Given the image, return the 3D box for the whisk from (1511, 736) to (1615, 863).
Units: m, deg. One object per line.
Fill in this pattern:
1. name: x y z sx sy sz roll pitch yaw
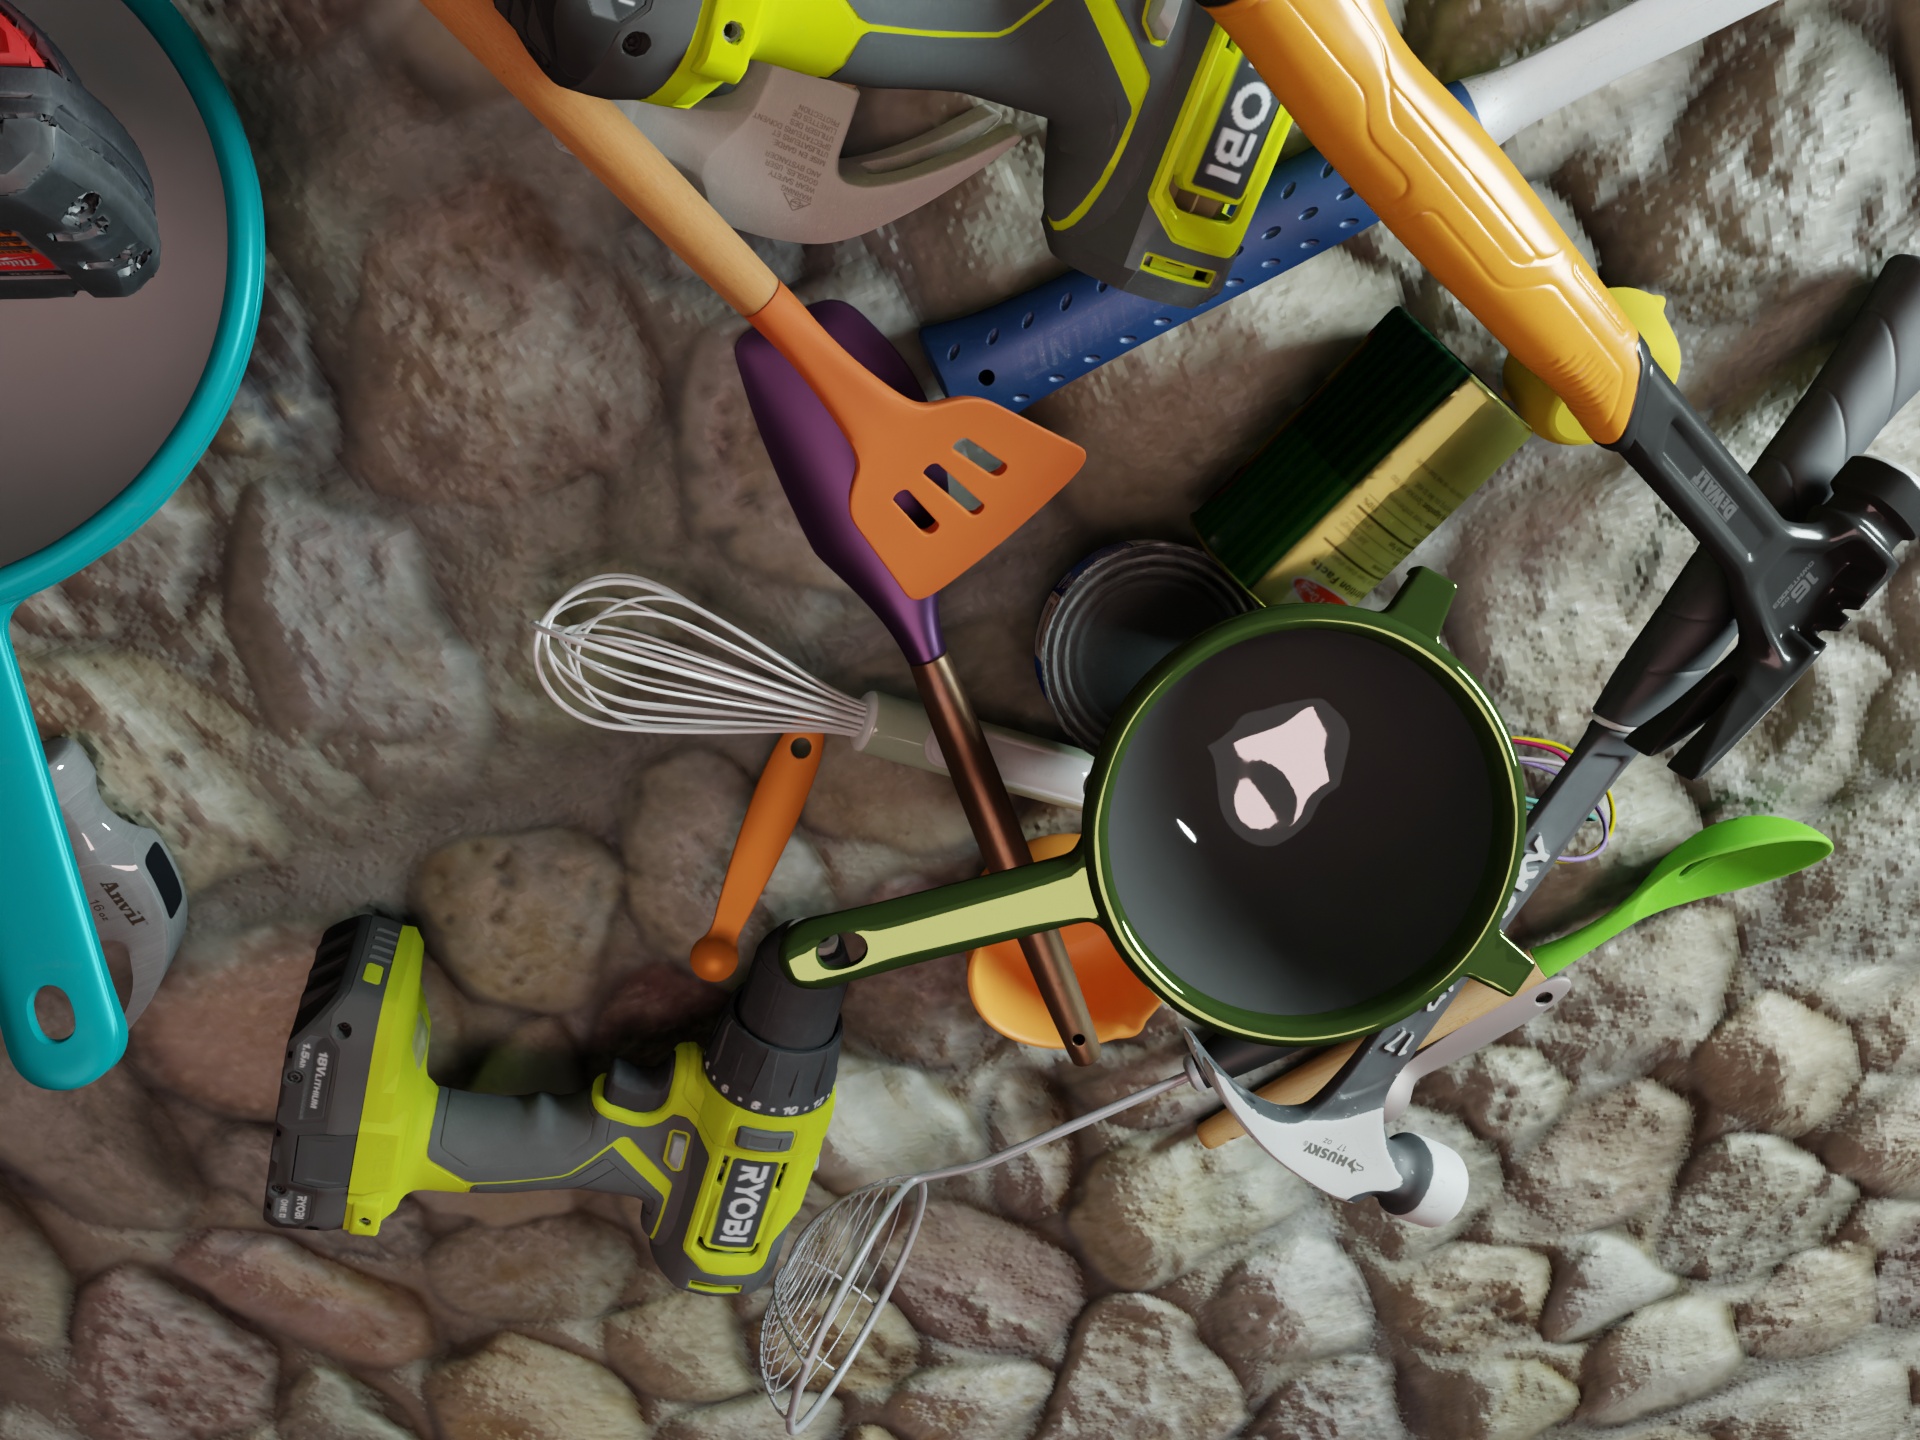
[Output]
1. whisk: 0.157 0.013 0.651 0.245 0.051 0.047 13 100 -9

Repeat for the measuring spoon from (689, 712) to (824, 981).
1. measuring spoon: -0.080 0.051 0.635 0.021 0.011 0.117 22 93 -13

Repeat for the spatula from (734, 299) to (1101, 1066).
1. spatula: -0.001 -0.002 0.596 0.060 0.018 0.315 -20 109 4

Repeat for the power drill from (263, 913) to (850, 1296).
1. power drill: -0.165 0.155 0.685 0.228 0.080 0.190 11 117 -15

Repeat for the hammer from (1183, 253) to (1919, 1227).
1. hammer: 0.238 0.012 0.602 0.149 0.036 0.409 26 103 -25

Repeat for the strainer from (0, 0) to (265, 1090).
1. strainer: -0.286 -0.066 0.459 0.211 0.095 0.340 -14 94 -10

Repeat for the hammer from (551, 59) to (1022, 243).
1. hammer: 0.011 -0.280 0.420 0.130 0.031 0.331 12 123 -34

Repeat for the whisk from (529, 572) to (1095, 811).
1. whisk: -0.044 -0.002 0.613 0.246 0.059 0.058 16 93 -20

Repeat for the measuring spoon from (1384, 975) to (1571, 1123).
1. measuring spoon: 0.240 0.160 0.764 0.124 0.018 0.034 -36 119 16

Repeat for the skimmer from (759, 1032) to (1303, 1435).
1. skimmer: 0.067 0.216 0.739 0.363 0.090 0.127 -26 166 6

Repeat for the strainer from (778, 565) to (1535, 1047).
1. strainer: 0.063 0.046 0.558 0.256 0.069 0.151 -15 98 0

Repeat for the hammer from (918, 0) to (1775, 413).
1. hammer: 0.178 -0.195 0.515 0.405 0.035 0.144 -25 122 10

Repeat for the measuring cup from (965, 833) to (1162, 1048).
1. measuring cup: 0.077 0.067 0.667 0.173 0.052 0.095 -36 119 15

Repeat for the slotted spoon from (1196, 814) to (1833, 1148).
1. slotted spoon: 0.242 0.123 0.733 0.313 0.031 0.070 -33 147 18

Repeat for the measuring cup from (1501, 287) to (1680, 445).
1. measuring cup: 0.192 -0.135 0.524 0.062 0.029 0.156 -32 146 29

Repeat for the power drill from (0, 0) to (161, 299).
1. power drill: -0.242 -0.224 0.381 0.188 0.080 0.227 -4 88 -11

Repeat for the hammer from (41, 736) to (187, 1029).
1. hammer: -0.473 0.109 0.648 0.331 0.033 0.128 -17 122 6

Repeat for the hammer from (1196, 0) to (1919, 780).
1. hammer: 0.179 -0.107 0.477 0.336 0.034 0.127 34 99 -32

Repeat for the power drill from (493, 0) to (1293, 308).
1. power drill: 0.008 -0.213 0.405 0.223 0.080 0.171 4 120 -34

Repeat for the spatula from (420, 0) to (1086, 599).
1. spatula: -0.076 -0.142 0.459 0.081 0.041 0.322 -40 126 12
